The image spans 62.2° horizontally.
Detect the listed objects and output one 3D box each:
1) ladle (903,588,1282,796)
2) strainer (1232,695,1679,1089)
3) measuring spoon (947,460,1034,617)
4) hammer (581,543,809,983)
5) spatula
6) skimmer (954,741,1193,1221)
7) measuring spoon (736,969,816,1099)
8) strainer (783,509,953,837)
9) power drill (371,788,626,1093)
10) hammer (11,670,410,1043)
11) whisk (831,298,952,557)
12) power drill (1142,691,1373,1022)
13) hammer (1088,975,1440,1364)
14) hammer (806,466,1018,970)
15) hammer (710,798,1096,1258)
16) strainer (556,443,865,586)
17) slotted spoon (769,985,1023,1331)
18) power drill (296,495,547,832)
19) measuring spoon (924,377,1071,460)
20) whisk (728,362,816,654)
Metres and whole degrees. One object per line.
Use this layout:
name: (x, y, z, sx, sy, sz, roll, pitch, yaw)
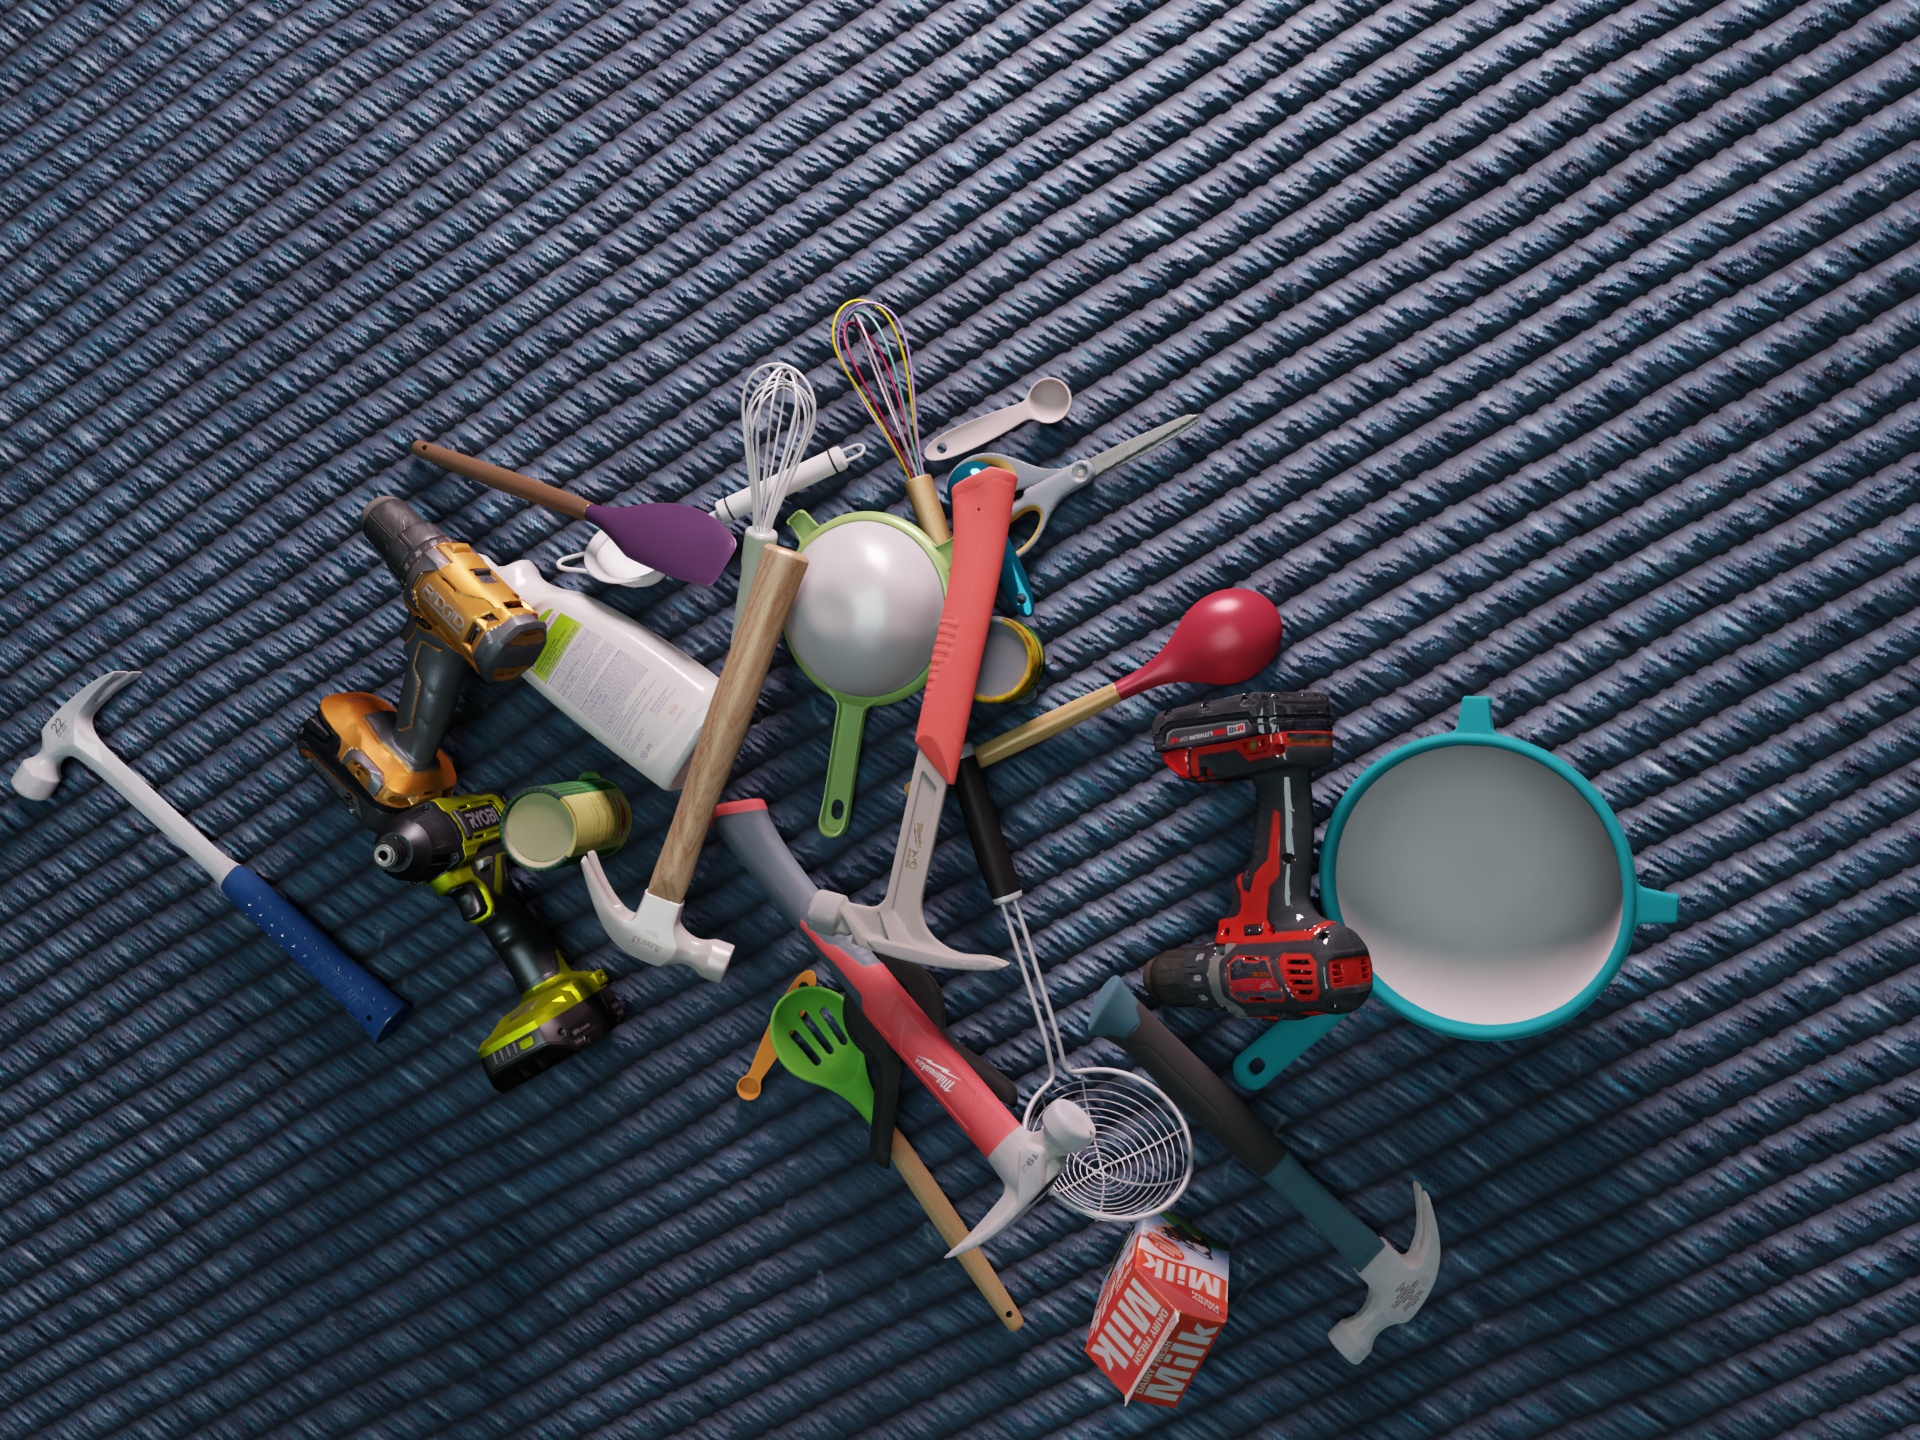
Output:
ladle: (0.096, -0.012, 1.206, 0.315, 0.031, 0.069, -26, 86, 12)
strainer: (0.328, 0.152, 1.139, 0.211, 0.095, 0.340, 51, 118, 18)
measuring spoon: (0.025, -0.137, 1.200, 0.042, 0.021, 0.129, -24, 84, 12)
hammer: (-0.187, 0.027, 1.193, 0.130, 0.031, 0.331, 20, 98, -2)
spatula: (-0.312, -0.174, 1.258, 0.316, 0.018, 0.060, 21, 72, 21)
skimmer: (0.067, 0.187, 1.175, 0.127, 0.090, 0.363, -17, 88, -26)
measuring spoon: (-0.145, 0.250, 1.267, 0.021, 0.011, 0.117, 29, 93, 4)
strainer: (-0.090, -0.032, 1.210, 0.151, 0.069, 0.256, 12, 99, 21)
power drill: (-0.362, 0.164, 1.227, 0.080, 0.171, 0.223, -30, 89, 10)
hammer: (-0.621, 0.121, 1.343, 0.405, 0.035, 0.144, 39, 98, 8)
whisk: (-0.044, -0.205, 1.221, 0.051, 0.047, 0.245, -18, 93, 42)
power drill: (0.196, 0.102, 1.139, 0.188, 0.080, 0.227, -14, 80, 50)
hammer: (0.216, 0.312, 1.152, 0.331, 0.033, 0.128, 44, 92, -5)
hammer: (-0.002, -0.004, 1.151, 0.149, 0.036, 0.359, 12, 88, 10)
hammer: (-0.074, 0.211, 1.189, 0.387, 0.038, 0.143, 46, 106, 22)
strainer: (-0.191, -0.159, 1.251, 0.258, 0.050, 0.087, -24, 46, 5)
slotted spoon: (-0.045, 0.342, 1.239, 0.070, 0.031, 0.314, -34, 87, -8)
power drill: (-0.440, -0.048, 1.255, 0.185, 0.084, 0.226, 43, 113, 16)
measuring spoon: (0.029, -0.227, 1.222, 0.124, 0.018, 0.034, -21, 87, 18)
whisk: (-0.151, -0.151, 1.212, 0.059, 0.058, 0.246, 17, 114, 11)
